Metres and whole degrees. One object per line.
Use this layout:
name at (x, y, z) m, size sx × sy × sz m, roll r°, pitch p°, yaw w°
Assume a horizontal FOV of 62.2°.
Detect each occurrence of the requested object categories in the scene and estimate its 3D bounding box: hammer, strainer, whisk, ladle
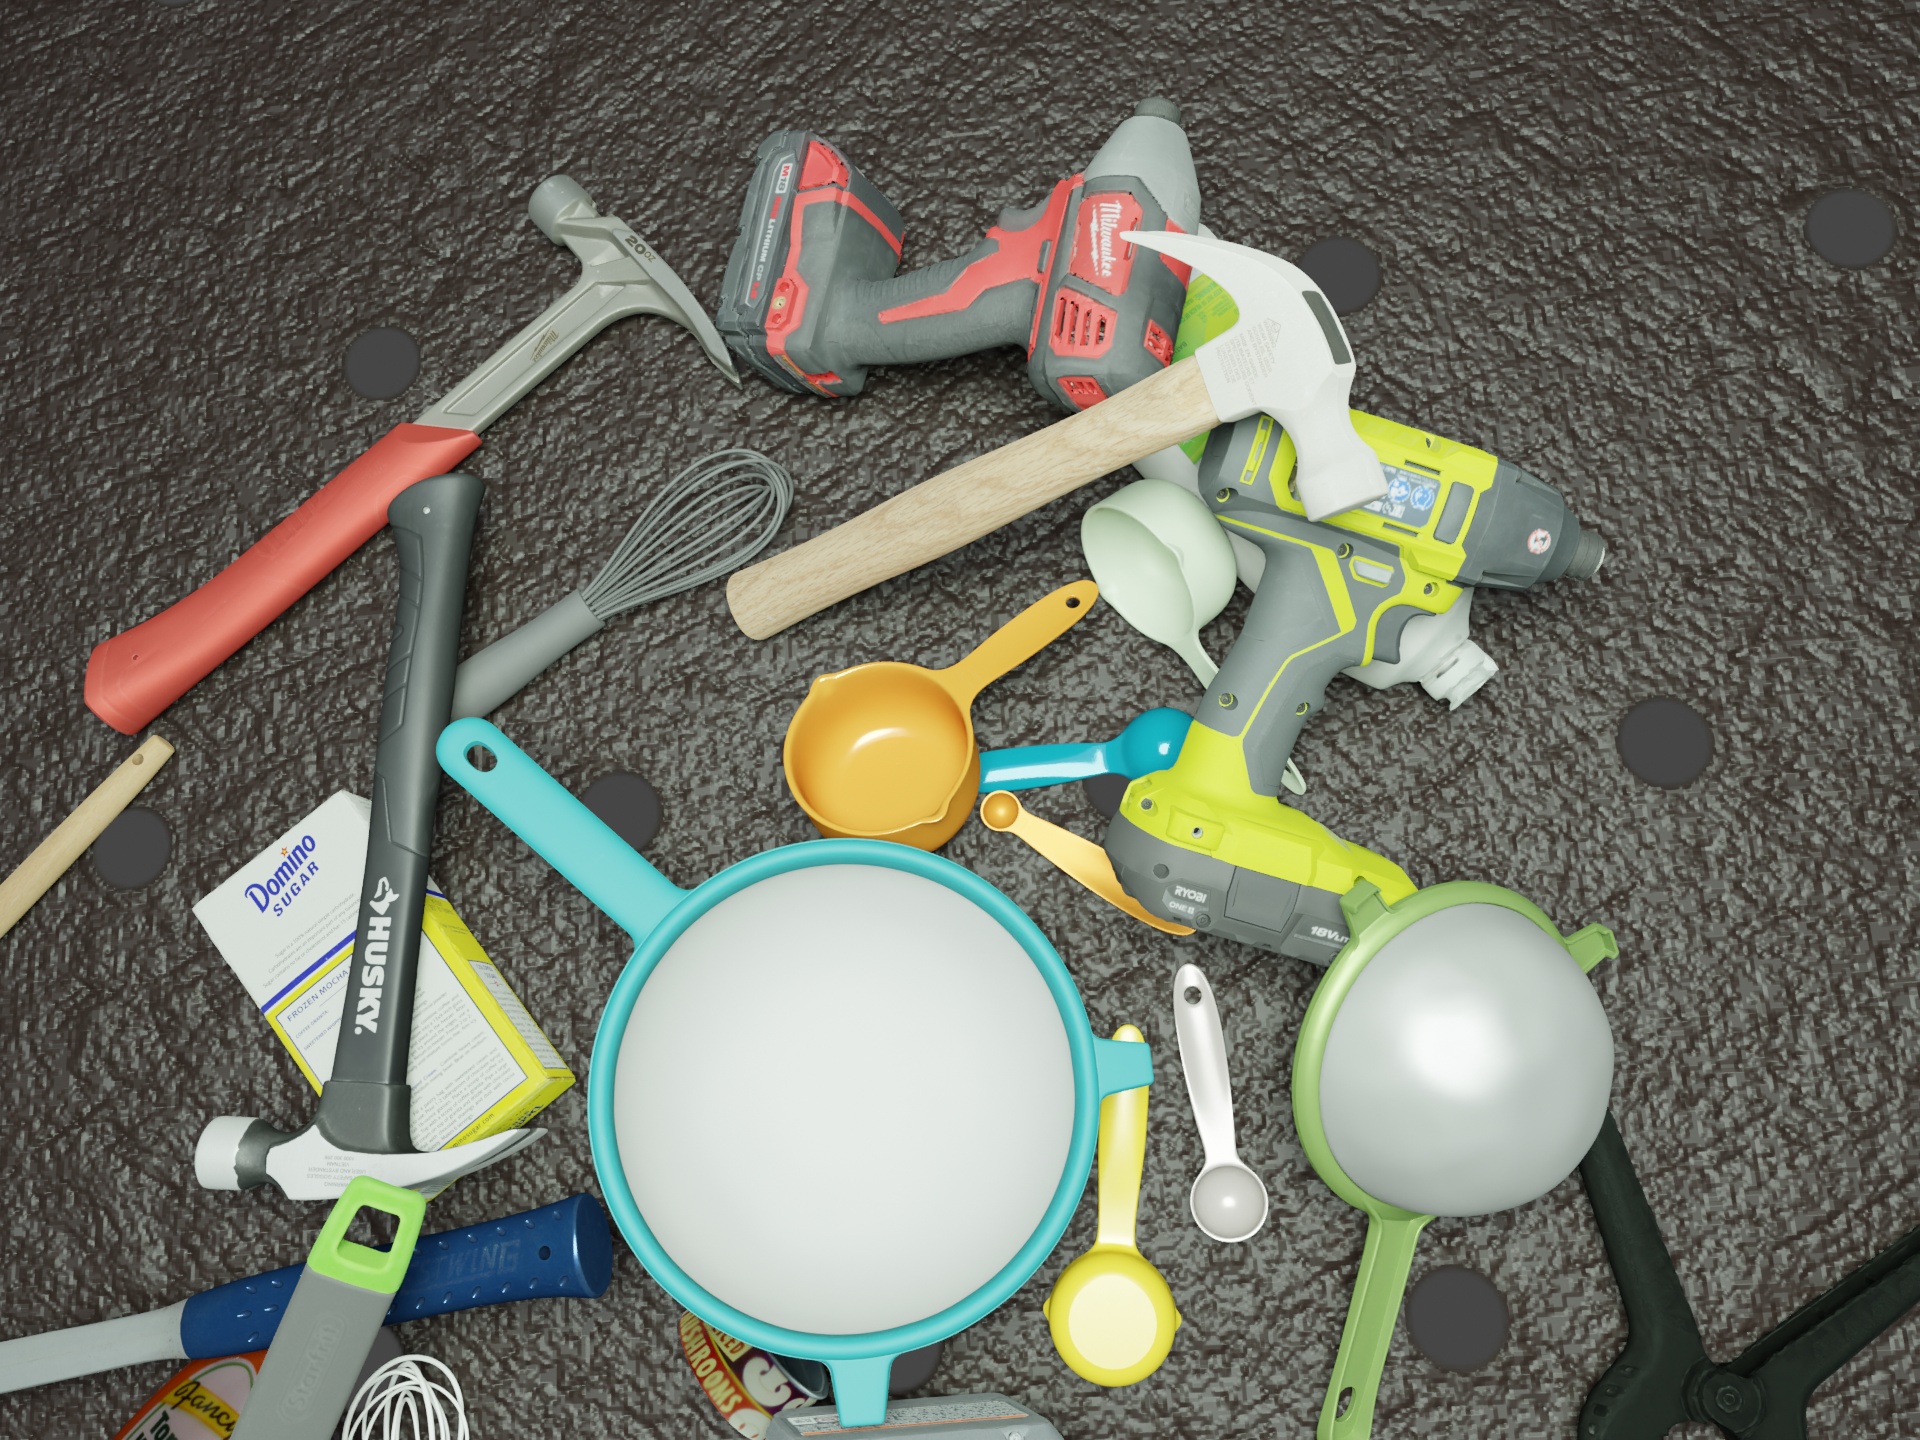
hammer at (0.014, -0.101, 0.681) m, size 0.331 × 0.031 × 0.130 m, roll -19°, pitch 89°, yaw 39°
hammer at (-0.286, -0.115, 0.807) m, size 0.359 × 0.036 × 0.149 m, roll -42°, pitch 78°, yaw -5°
hammer at (-0.250, 0.046, 0.727) m, size 0.146 × 0.035 × 0.335 m, roll 1°, pitch 76°, yaw 7°
hammer at (-0.347, 0.262, 0.698) m, size 0.405 × 0.035 × 0.144 m, roll -15°, pitch 66°, yaw 9°
strainer at (0.203, 0.197, 0.657) m, size 0.151 × 0.069 × 0.256 m, roll 12°, pitch 94°, yaw -26°
strainer at (-0.099, 0.124, 0.704) m, size 0.340 × 0.095 × 0.211 m, roll 40°, pitch 72°, yaw 10°
whisk at (-0.240, 0.406, 0.693) m, size 0.058 × 0.059 × 0.246 m, roll -11°, pitch 79°, yaw 40°
whisk at (-0.184, -0.056, 0.781) m, size 0.239 × 0.055 × 0.055 m, roll -35°, pitch 78°, yaw 1°
ladle at (-0.506, 0.127, 0.767) m, size 0.078 × 0.062 × 0.320 m, roll 40°, pitch 82°, yaw 11°

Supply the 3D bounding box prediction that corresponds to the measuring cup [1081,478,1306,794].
measuring cup at (0.122, -0.041, 0.747) m, size 0.038 × 0.083 × 0.167 m, roll -38°, pitch 94°, yaw -20°

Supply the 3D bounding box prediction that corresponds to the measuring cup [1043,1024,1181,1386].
measuring cup at (0.070, 0.215, 0.709) m, size 0.062 × 0.029 × 0.156 m, roll 3°, pitch 80°, yaw 6°

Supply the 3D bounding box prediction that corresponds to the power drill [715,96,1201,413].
power drill at (0.004, -0.217, 0.740) m, size 0.220 × 0.078 × 0.143 m, roll 9°, pitch 81°, yaw 29°

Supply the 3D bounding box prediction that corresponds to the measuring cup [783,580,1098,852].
measuring cup at (-0.001, -0.002, 0.749) m, size 0.173 × 0.052 × 0.095 m, roll -37°, pitch 63°, yaw -12°

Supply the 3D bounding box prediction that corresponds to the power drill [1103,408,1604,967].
power drill at (0.164, -0.014, 0.681) m, size 0.171 × 0.080 × 0.223 m, roll 16°, pitch 100°, yaw -6°

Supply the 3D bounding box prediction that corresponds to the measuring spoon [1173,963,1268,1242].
measuring spoon at (0.114, 0.173, 0.725) m, size 0.034 × 0.018 × 0.124 m, roll -9°, pitch 71°, yaw 3°

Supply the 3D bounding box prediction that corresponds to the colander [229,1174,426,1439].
colander at (-0.309, 0.359, 0.653) m, size 0.204 × 0.094 × 0.397 m, roll 24°, pitch 90°, yaw -13°

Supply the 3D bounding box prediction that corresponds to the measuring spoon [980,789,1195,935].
measuring spoon at (0.061, 0.068, 0.752) m, size 0.117 × 0.011 × 0.021 m, roll 31°, pitch 84°, yaw 7°

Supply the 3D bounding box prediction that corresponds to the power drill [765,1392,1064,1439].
power drill at (-0.003, 0.394, 0.627) m, size 0.164 × 0.084 × 0.227 m, roll 3°, pitch 77°, yaw -17°

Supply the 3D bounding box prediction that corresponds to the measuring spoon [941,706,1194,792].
measuring spoon at (0.054, 0.018, 0.755) m, size 0.128 × 0.021 × 0.042 m, roll -7°, pitch 78°, yaw 4°
